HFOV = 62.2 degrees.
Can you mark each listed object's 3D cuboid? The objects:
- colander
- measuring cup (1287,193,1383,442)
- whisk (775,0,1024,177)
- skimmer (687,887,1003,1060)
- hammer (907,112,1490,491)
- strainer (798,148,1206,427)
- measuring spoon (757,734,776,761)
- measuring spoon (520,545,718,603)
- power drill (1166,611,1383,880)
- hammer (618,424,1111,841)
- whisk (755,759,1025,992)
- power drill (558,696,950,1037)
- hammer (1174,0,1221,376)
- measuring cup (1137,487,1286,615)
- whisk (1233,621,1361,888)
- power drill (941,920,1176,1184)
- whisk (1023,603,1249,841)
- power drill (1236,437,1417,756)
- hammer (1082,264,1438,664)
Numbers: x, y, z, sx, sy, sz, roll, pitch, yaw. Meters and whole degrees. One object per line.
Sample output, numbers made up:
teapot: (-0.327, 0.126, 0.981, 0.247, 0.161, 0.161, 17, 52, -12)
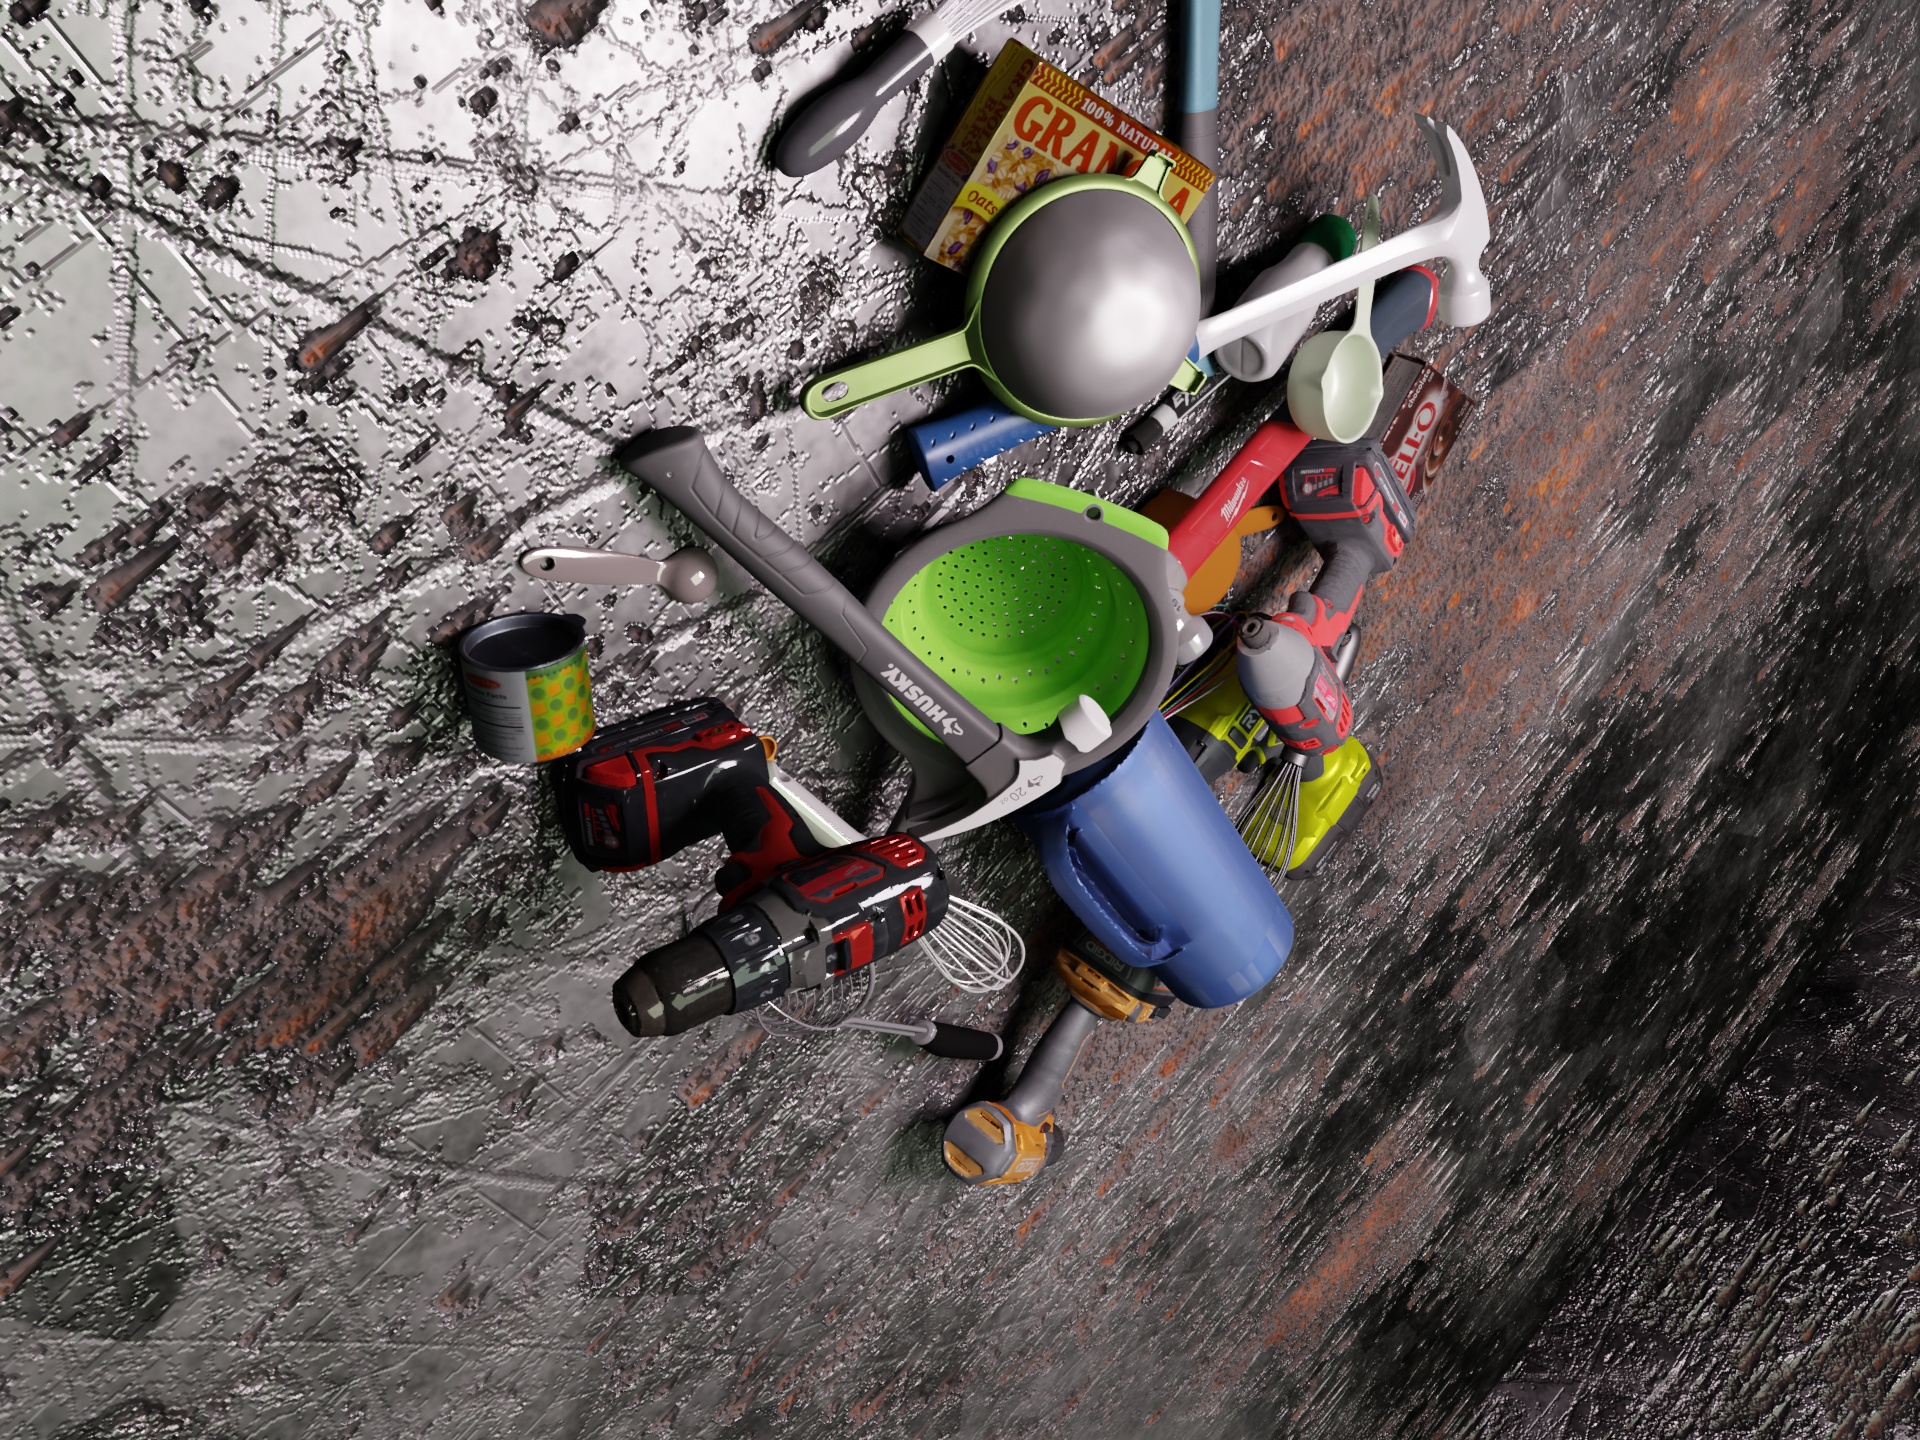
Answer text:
colander: (-0.002, -0.003, 1.061, 0.204, 0.095, 0.397, 17, 123, -17)
measuring cup: (0.263, -0.278, 1.103, 0.083, 0.038, 0.167, -3, 102, -46)
whisk: (0.008, -0.390, 0.864, 0.284, 0.070, 0.070, -43, 136, -5)
skimmer: (-0.058, 0.189, 1.141, 0.363, 0.127, 0.090, 30, 51, -59)
hammer: (0.155, -0.249, 1.007, 0.405, 0.035, 0.143, -25, 128, -8)
strainer: (0.034, -0.215, 0.913, 0.256, 0.069, 0.151, -21, 123, -10)
measuring spoon: (-0.123, 0.054, 1.040, 0.021, 0.011, 0.116, -26, 133, -22)
measuring spoon: (-0.187, -0.083, 0.893, 0.124, 0.018, 0.034, 1, 113, -42)
power drill: (0.252, 0.035, 1.324, 0.171, 0.080, 0.223, -54, 133, -5)
hammer: (-0.068, -0.051, 0.940, 0.146, 0.035, 0.334, -37, 121, 20)
whisk: (-0.047, 0.104, 1.048, 0.059, 0.058, 0.246, -41, 116, 14)
power drill: (-0.141, 0.082, 0.877, 0.188, 0.227, 0.080, -21, 126, -33)
hammer: (0.150, -0.378, 1.019, 0.128, 0.033, 0.330, -25, 128, -29)
measuring cup: (0.198, -0.131, 1.190, 0.173, 0.052, 0.095, -19, 125, -31)
whisk: (0.265, 0.033, 1.256, 0.055, 0.055, 0.239, 22, 91, -47)
power drill: (0.088, 0.281, 1.303, 0.226, 0.084, 0.185, -56, 154, 0)
whisk: (0.136, 0.002, 1.221, 0.245, 0.047, 0.051, -47, 138, -7)
power drill: (0.266, -0.098, 1.193, 0.143, 0.078, 0.220, 44, 58, -43)
hammer: (0.226, -0.219, 1.142, 0.386, 0.038, 0.143, -48, 115, -24)
